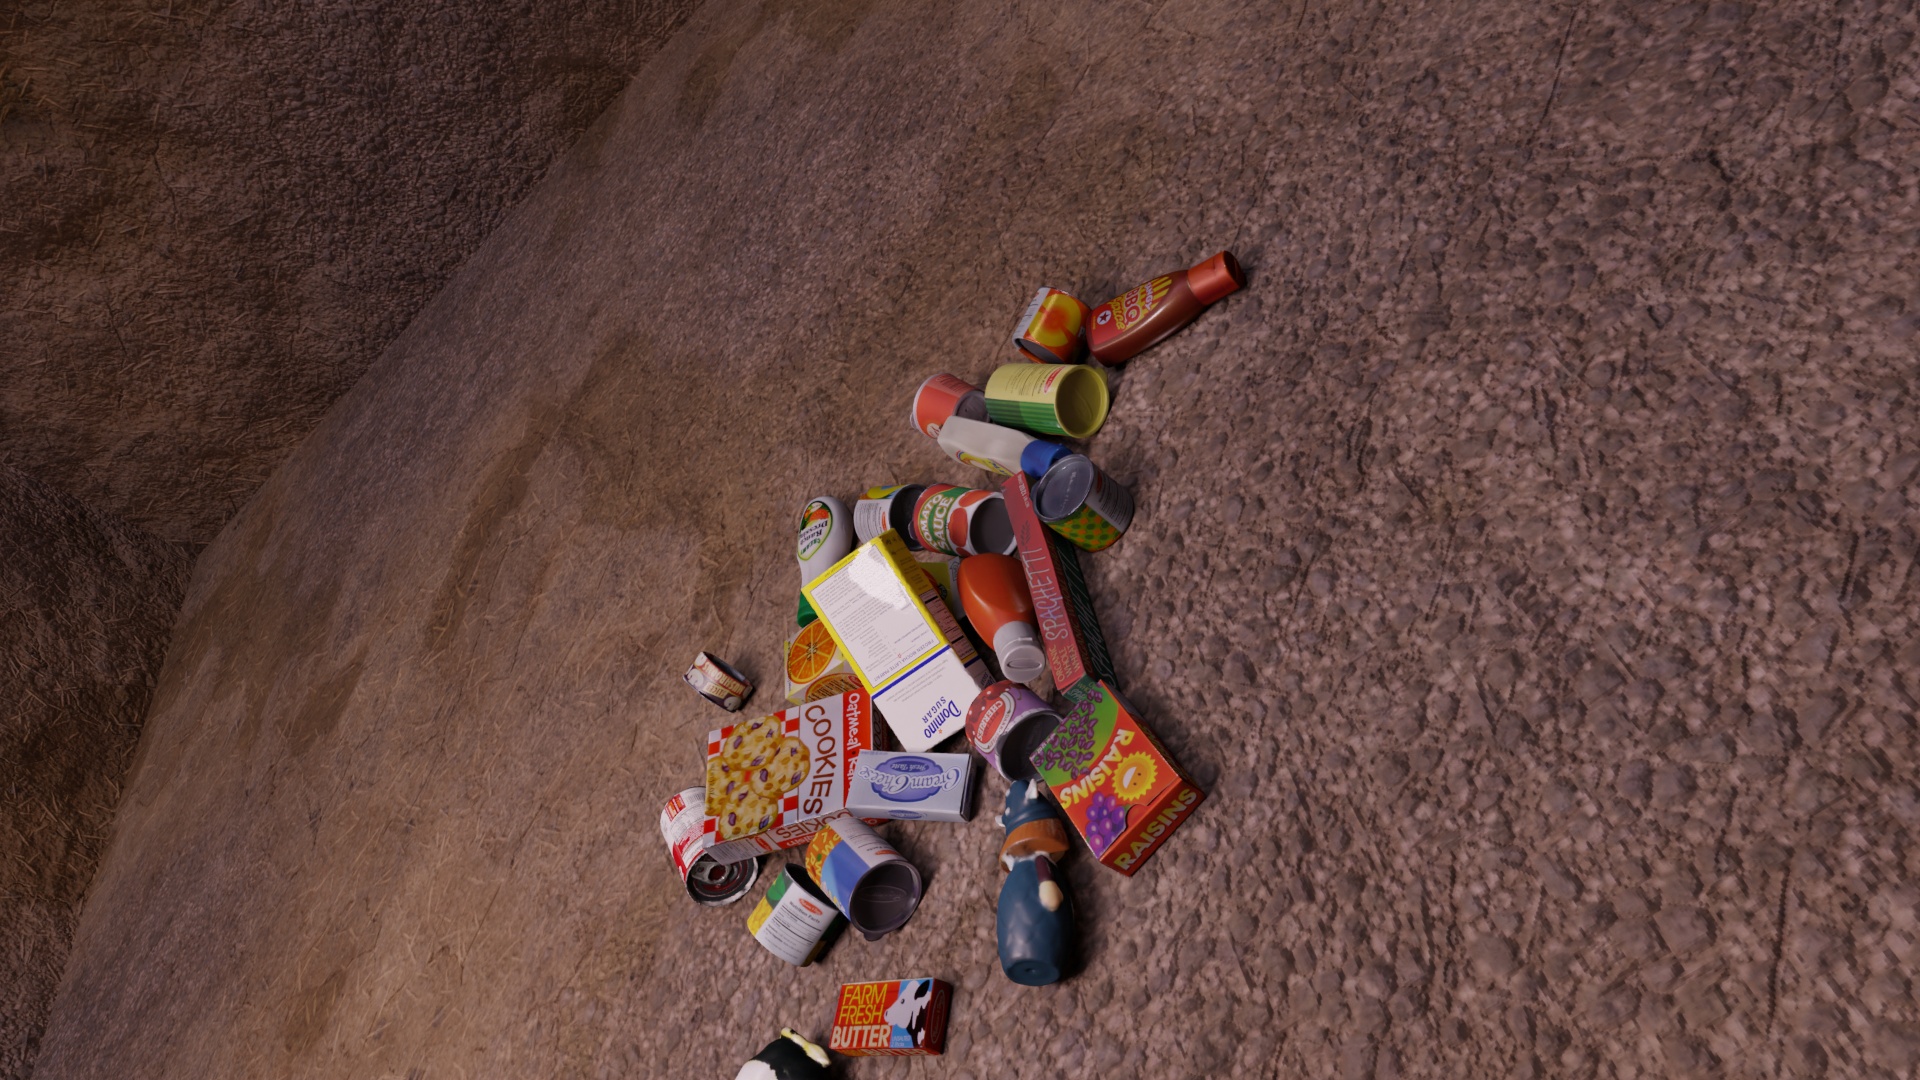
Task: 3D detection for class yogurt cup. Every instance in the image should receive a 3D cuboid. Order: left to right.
[{"bbox_3d":[-0.005,-0.130,1.389,0.054,0.072,0.072,22,79,45],"label":"yogurt cup"}]

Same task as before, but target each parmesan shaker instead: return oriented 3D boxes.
[{"bbox_3d":[0.081,-0.133,1.293,0.103,0.071,0.071,11,70,52],"label":"parmesan shaker"}]

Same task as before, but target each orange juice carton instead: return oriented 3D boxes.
[{"bbox_3d":[-0.070,0.088,1.273,0.192,0.073,0.072,-34,40,24],"label":"orange juice carton"}]

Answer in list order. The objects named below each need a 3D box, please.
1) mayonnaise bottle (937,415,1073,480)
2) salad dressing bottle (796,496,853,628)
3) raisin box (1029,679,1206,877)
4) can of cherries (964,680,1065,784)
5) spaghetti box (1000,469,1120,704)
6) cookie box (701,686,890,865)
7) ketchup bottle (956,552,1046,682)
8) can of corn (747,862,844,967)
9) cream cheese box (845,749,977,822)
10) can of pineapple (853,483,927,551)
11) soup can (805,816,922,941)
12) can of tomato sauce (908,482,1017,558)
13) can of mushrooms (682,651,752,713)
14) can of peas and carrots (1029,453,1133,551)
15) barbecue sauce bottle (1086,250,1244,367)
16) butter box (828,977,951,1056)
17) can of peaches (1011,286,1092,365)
[{"bbox_3d":[0.045,-0.082,1.296,0.148,0.064,0.041,20,80,49],"label":"mayonnaise bottle"},{"bbox_3d":[-0.143,0.024,1.432,0.064,0.044,0.148,-26,44,31],"label":"salad dressing bottle"},{"bbox_3d":[0.114,0.174,1.027,0.086,0.040,0.124,-47,37,8],"label":"raisin box"},{"bbox_3d":[0.043,0.150,1.097,0.071,0.071,0.058,-54,36,0],"label":"can of cherries"},{"bbox_3d":[0.081,0.038,1.165,0.028,0.050,0.251,-38,39,22],"label":"spaghetti box"},{"bbox_3d":[-0.145,0.210,1.245,0.167,0.040,0.123,-18,47,14],"label":"cookie box"},{"bbox_3d":[0.038,0.063,1.162,0.149,0.065,0.043,-109,25,-61],"label":"ketchup bottle"},{"bbox_3d":[-0.137,0.315,1.172,0.058,0.071,0.071,-55,36,-1],"label":"can of corn"},{"bbox_3d":[-0.040,0.204,1.154,0.104,0.024,0.053,-1,57,19],"label":"cream cheese box"},{"bbox_3d":[-0.061,-0.022,1.362,0.058,0.071,0.071,-1,61,48],"label":"can of pineapple"},{"bbox_3d":[-0.082,0.276,1.140,0.071,0.071,0.084,-57,35,-4],"label":"soup can"},{"bbox_3d":[0.005,-0.016,1.278,0.083,0.071,0.071,11,70,51],"label":"can of tomato sauce"},{"bbox_3d":[-0.249,0.146,1.431,0.033,0.071,0.071,-53,36,-1],"label":"can of mushrooms"},{"bbox_3d":[0.103,-0.031,1.189,0.070,0.058,0.071,-30,42,31],"label":"can of peas and carrots"},{"bbox_3d":[0.185,-0.213,1.260,0.148,0.043,0.065,-25,44,34],"label":"barbecue sauce bottle"},{"bbox_3d":[-0.054,0.368,1.070,0.103,0.024,0.053,-19,48,38],"label":"butter box"},{"bbox_3d":[0.093,-0.201,1.336,0.071,0.071,0.058,18,76,53],"label":"can of peaches"}]
